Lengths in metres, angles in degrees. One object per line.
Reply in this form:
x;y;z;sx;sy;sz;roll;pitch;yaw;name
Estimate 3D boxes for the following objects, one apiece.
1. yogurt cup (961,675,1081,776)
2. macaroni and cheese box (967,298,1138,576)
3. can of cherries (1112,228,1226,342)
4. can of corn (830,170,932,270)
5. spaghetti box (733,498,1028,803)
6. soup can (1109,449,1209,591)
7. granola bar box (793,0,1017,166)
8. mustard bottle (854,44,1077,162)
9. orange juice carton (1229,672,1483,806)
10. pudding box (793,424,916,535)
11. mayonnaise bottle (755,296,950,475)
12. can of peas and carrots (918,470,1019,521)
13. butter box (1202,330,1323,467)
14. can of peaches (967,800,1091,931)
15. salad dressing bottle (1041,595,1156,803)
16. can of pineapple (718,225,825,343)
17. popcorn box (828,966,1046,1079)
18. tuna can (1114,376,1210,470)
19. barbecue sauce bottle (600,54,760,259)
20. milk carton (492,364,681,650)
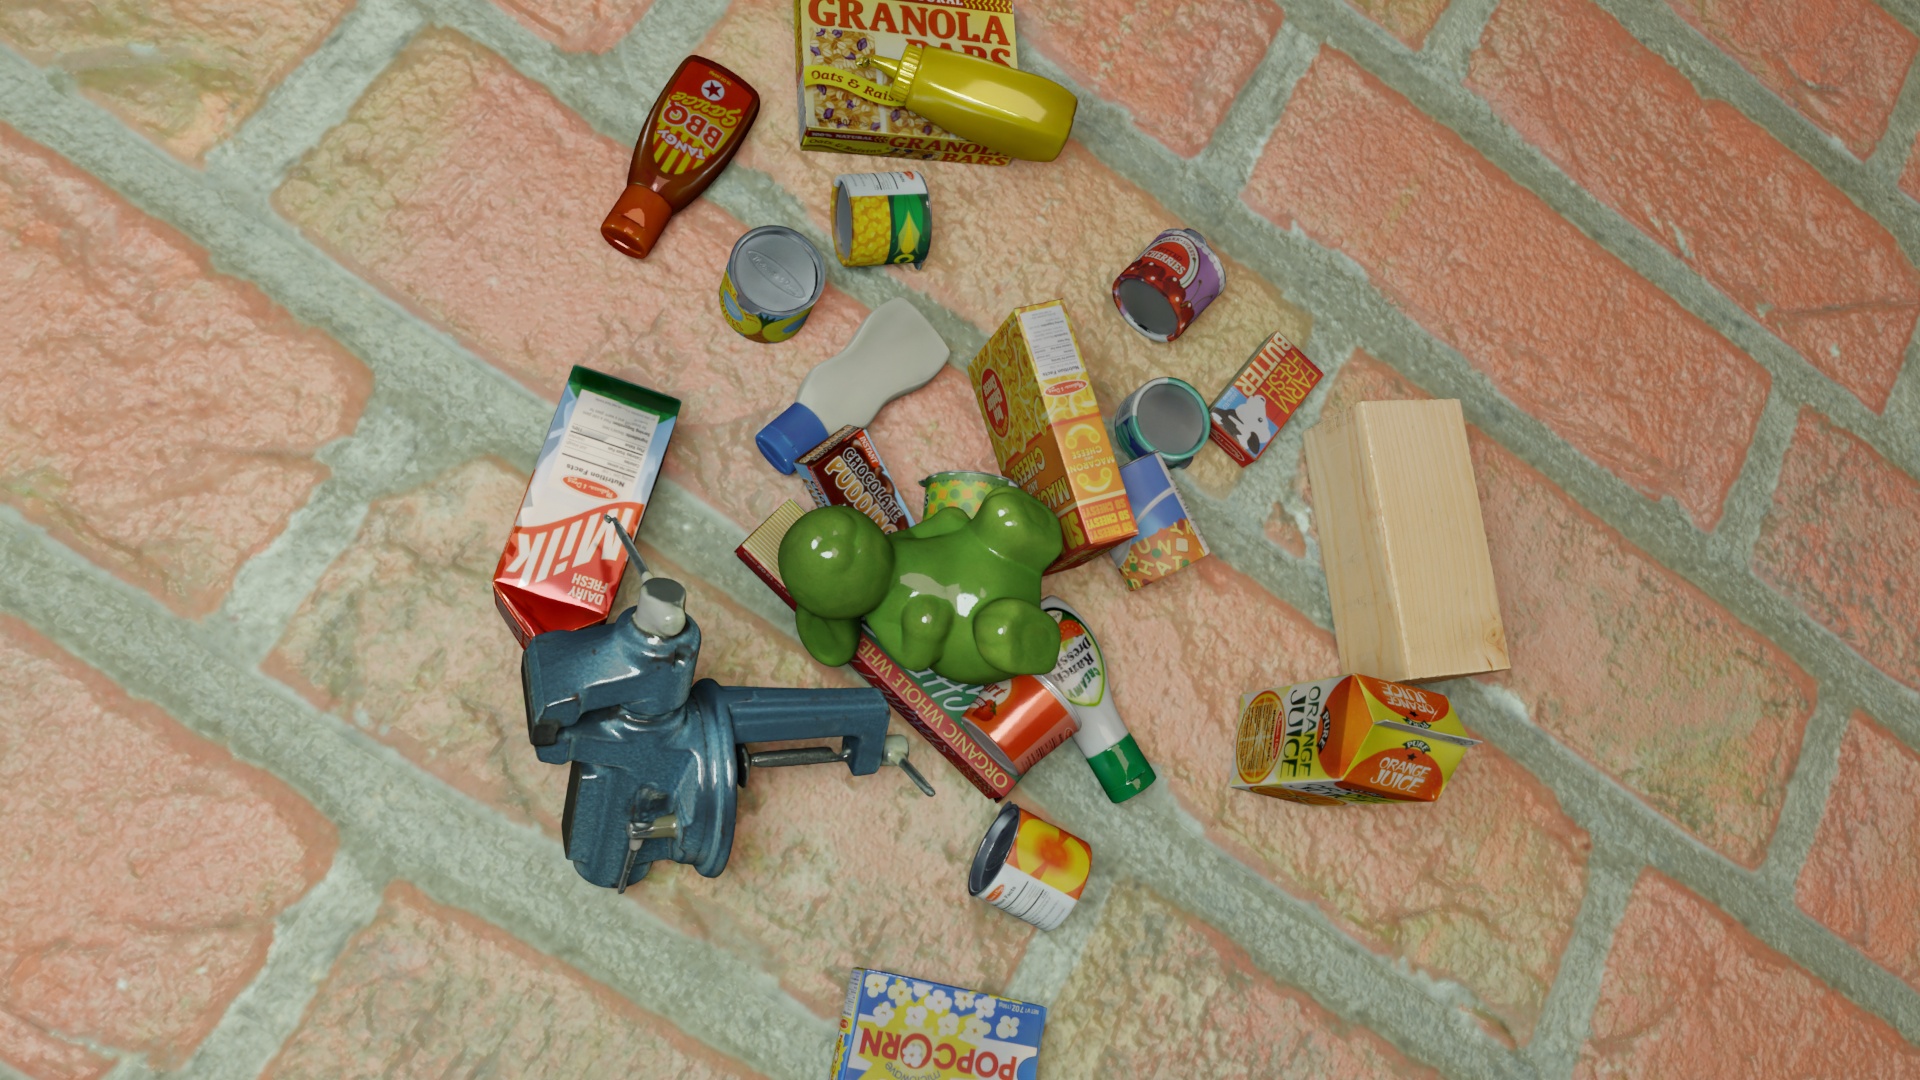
0.038;0.117;0.913;0.054;0.072;0.072;-43;92;-14;yogurt cup
0.060;-0.066;0.963;0.040;0.123;0.166;-15;82;-17;macaroni and cheese box
0.157;-0.195;1.054;0.071;0.071;0.058;45;70;-3;can of cherries
-0.058;-0.228;0.998;0.058;0.071;0.071;-7;79;-18;can of corn
-0.046;0.076;0.946;0.250;0.028;0.050;44;68;-3;spaghetti box
0.130;-0.013;1.004;0.071;0.071;0.084;-25;86;-21;soup can
-0.040;-0.352;1.046;0.166;0.039;0.124;0;78;-17;granola bar box
0.002;-0.321;0.998;0.160;0.065;0.049;18;79;-9;mustard bottle
0.263;0.136;0.941;0.072;0.192;0.073;15;74;-15;orange juice carton
-0.071;-0.031;0.946;0.050;0.030;0.083;-37;118;-22;pudding box
-0.078;-0.105;0.974;0.148;0.041;0.064;-43;96;-20;mayonnaise bottle
0.003;-0.012;0.964;0.071;0.070;0.059;8;75;-15;can of peas and carrots
0.234;-0.111;1.082;0.053;0.024;0.104;43;69;-3;butter box
0.047;0.216;0.922;0.058;0.071;0.071;29;70;-9;can of peaches
0.084;0.111;0.970;0.064;0.044;0.147;-30;87;-23;salad dressing bottle
-0.133;-0.176;0.964;0.071;0.057;0.071;4;76;-16;can of pineapple
-0.016;0.328;0.889;0.127;0.038;0.085;16;72;-13;popcorn box
0.154;-0.086;1.047;0.071;0.032;0.071;4;76;-16;tuna can
-0.200;-0.266;0.973;0.065;0.043;0.149;29;71;-10;barbecue sauce bottle
-0.243;-0.006;0.881;0.073;0.072;0.191;19;71;-12;milk carton
